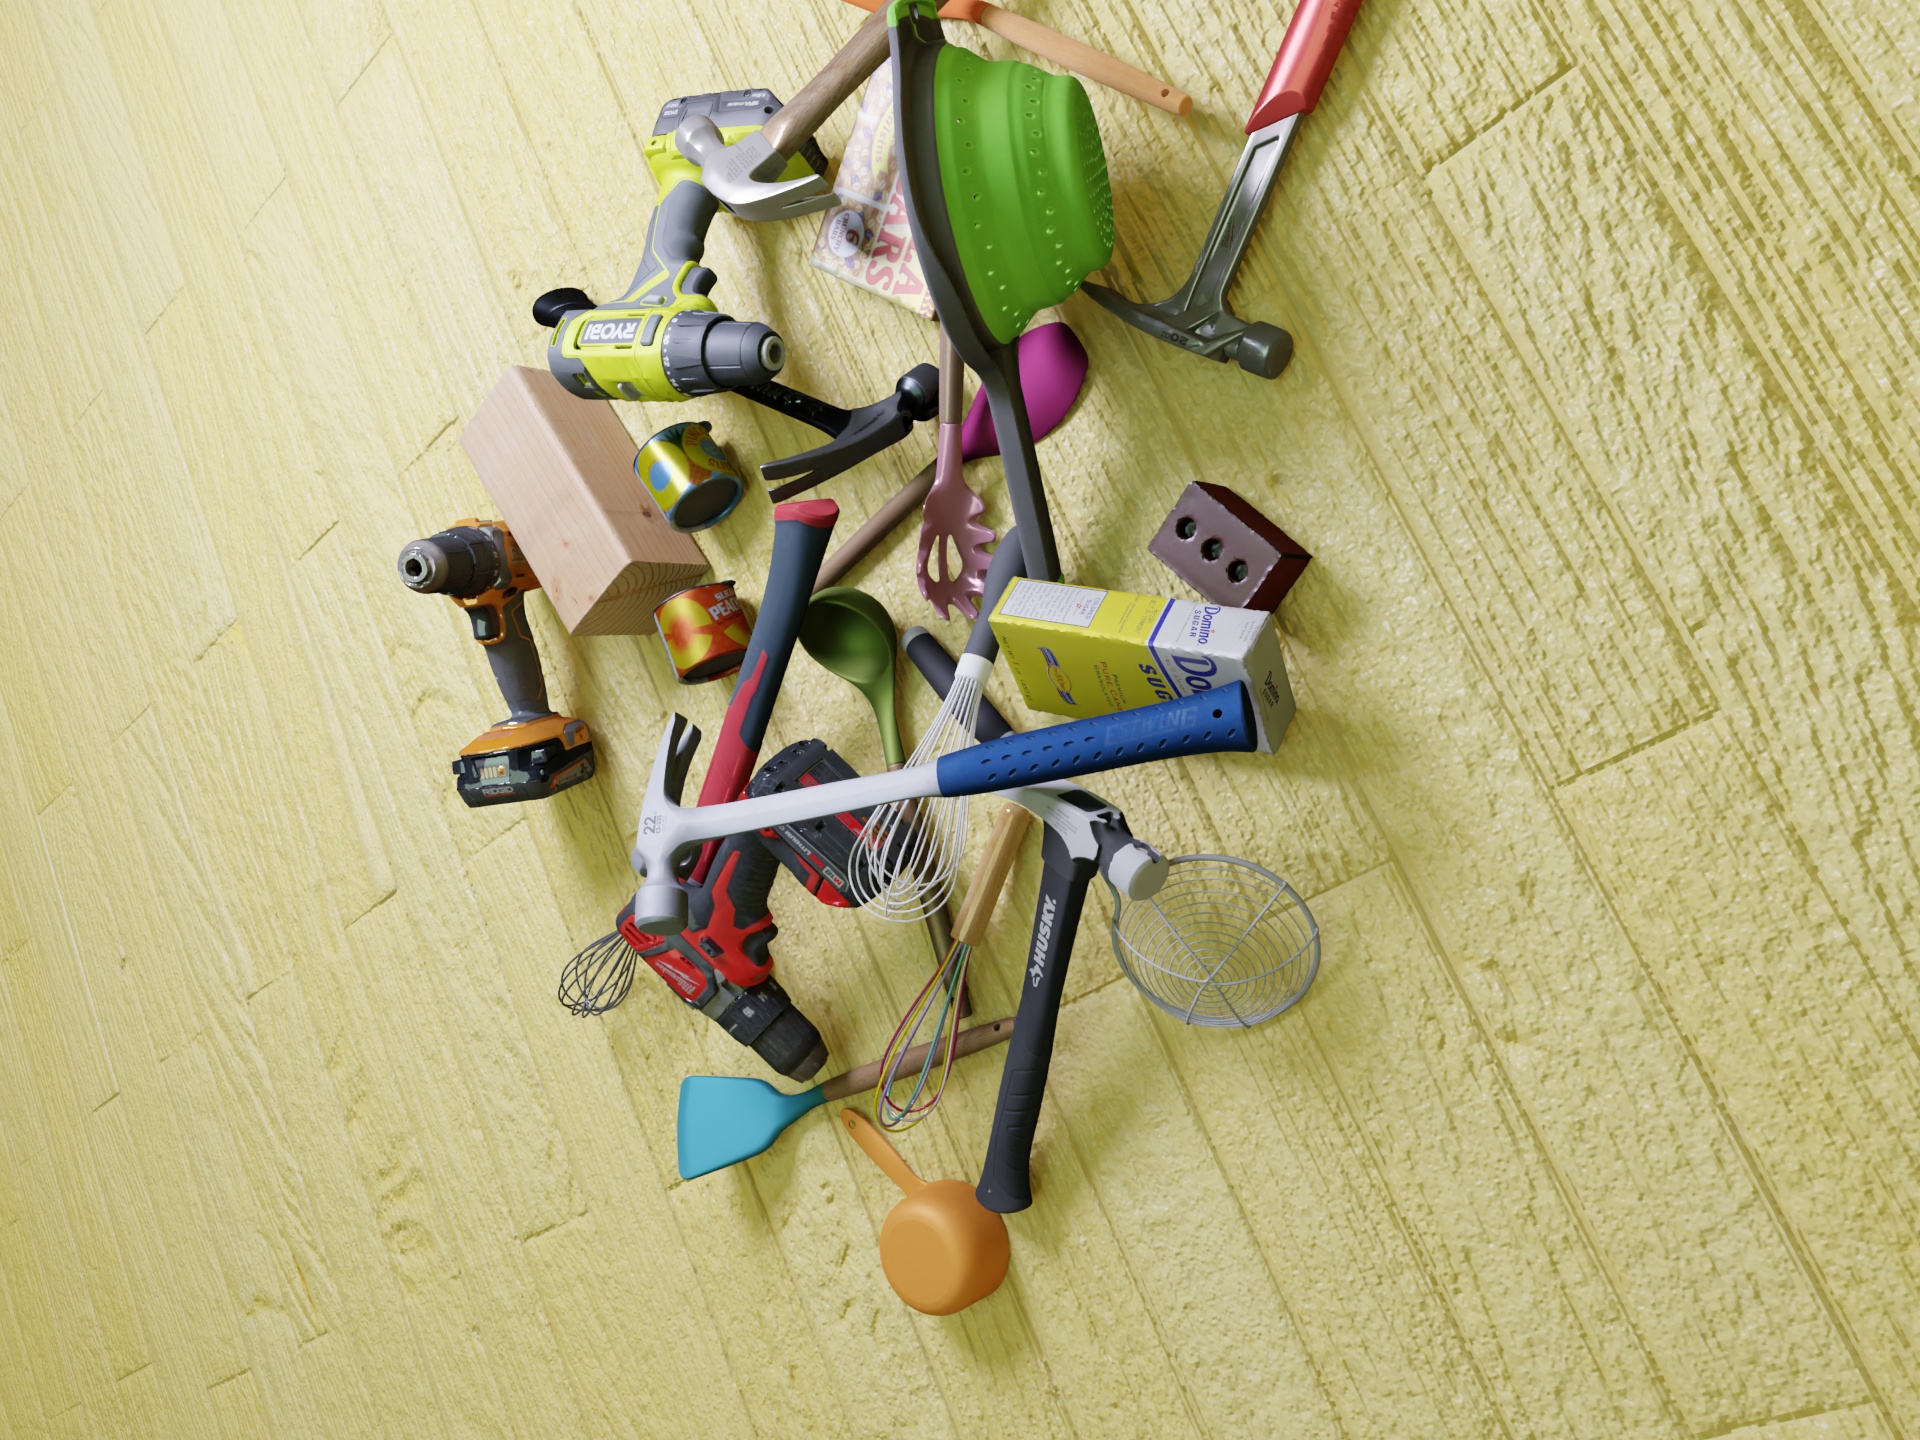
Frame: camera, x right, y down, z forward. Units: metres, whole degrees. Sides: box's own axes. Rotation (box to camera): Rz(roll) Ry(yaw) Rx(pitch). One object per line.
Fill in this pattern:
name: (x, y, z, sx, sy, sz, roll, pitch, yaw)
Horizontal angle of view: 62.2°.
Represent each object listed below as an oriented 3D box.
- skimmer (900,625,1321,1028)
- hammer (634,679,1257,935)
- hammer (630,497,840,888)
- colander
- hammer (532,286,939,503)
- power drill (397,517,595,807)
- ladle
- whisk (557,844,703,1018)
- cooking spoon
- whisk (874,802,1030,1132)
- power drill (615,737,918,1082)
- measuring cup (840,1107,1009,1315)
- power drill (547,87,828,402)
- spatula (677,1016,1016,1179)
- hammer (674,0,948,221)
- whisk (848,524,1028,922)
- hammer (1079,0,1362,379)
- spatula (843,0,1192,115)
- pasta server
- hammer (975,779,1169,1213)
skimmer: (0.085, 0.055, 1.054, 0.364, 0.090, 0.127, 50, 129, 34)
hammer: (-0.022, 0.031, 0.976, 0.405, 0.035, 0.144, -12, 63, 20)
hammer: (-0.147, 0.013, 1.159, 0.143, 0.038, 0.386, 41, 128, 25)
colander: (0.055, -0.244, 0.977, 0.094, 0.205, 0.396, -7, 113, 16)
hammer: (-0.198, -0.263, 1.193, 0.409, 0.149, 0.036, 28, 147, 37)
power drill: (-0.371, -0.048, 1.265, 0.084, 0.185, 0.226, -8, 97, 11)
ladle: (-0.048, 0.059, 1.132, 0.078, 0.062, 0.320, -19, 85, 44)
whisk: (-0.259, 0.162, 1.255, 0.055, 0.055, 0.239, 53, 127, 21)
cooking spoon: (-0.030, -0.163, 1.127, 0.319, 0.017, 0.069, -40, 71, 29)
whisk: (-0.003, 0.173, 1.102, 0.047, 0.051, 0.245, 21, 93, -8)
power drill: (-0.126, 0.143, 1.131, 0.188, 0.080, 0.226, 44, 122, 2)
measuring cup: (-0.043, 0.350, 1.146, 0.174, 0.052, 0.095, 43, 115, 23)
power drill: (-0.179, -0.329, 1.130, 0.191, 0.080, 0.229, 8, 72, 32)
spatula: (-0.087, 0.268, 1.178, 0.317, 0.044, 0.082, -26, 52, 31)
hammer: (-0.041, -0.458, 1.045, 0.331, 0.031, 0.130, -42, 61, 9)
whisk: (-0.003, -0.004, 1.044, 0.070, 0.070, 0.285, 9, 72, 34)
hammer: (0.197, -0.395, 0.944, 0.149, 0.036, 0.359, 33, 111, 29)
spatula: (0.029, -0.459, 1.040, 0.323, 0.041, 0.081, 40, 98, 34)
pasta server: (-0.003, -0.226, 1.064, 0.040, 0.060, 0.316, -151, 60, -64)
hammer: (0.047, 0.190, 1.038, 0.146, 0.035, 0.334, 38, 129, 42)
